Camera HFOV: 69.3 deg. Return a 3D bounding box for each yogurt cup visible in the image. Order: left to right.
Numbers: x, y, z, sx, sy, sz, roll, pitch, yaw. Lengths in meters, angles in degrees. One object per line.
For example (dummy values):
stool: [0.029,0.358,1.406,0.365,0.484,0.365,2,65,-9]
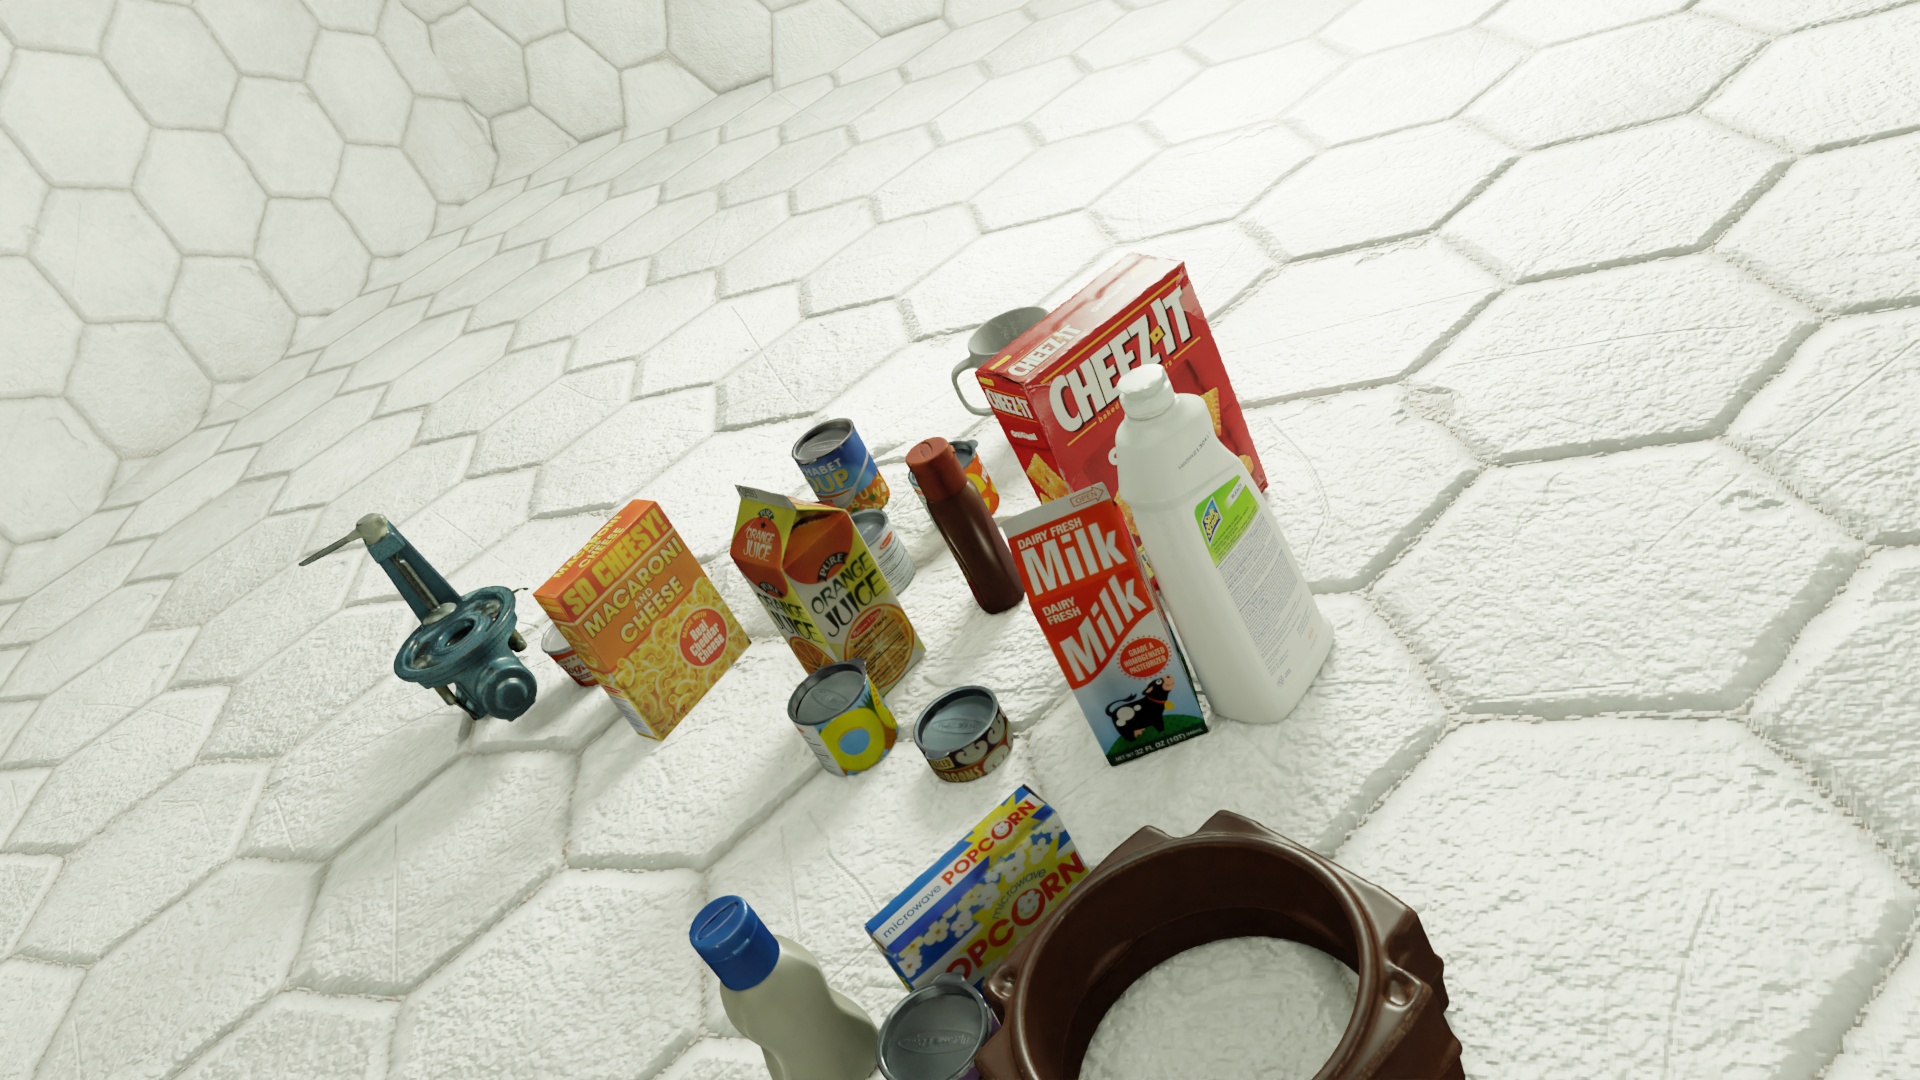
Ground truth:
yogurt cup: [-0.349,0.099,1.298,0.072,0.053,0.073,-20,32,13]

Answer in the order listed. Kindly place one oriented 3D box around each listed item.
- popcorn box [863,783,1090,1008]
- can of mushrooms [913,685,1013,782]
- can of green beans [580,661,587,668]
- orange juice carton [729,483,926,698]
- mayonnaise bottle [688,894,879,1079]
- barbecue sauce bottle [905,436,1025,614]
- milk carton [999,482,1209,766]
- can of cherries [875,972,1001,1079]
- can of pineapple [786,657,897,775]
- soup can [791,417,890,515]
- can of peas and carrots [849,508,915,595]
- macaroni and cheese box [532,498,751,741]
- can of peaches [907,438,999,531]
popcorn box: [0.016,0.217,0.811,0.127,0.085,0.038,-39,32,-17]
can of mushrooms: [0.001,0.139,0.987,0.071,0.033,0.071,-20,32,13]
can of green beans: [-0.292,0.107,1.239,0.071,0.057,0.071,-20,32,13]
orange juice carton: [-0.109,0.034,1.073,0.072,0.192,0.073,13,50,48]
mayonnaise bottle: [-0.100,0.258,0.779,0.065,0.147,0.041,-40,33,-20]
barbecue sauce bottle: [0.004,-0.014,1.099,0.043,0.148,0.065,-26,31,4]
milk carton: [0.093,0.048,0.898,0.072,0.189,0.074,-22,31,10]
can of cherries: [-0.003,0.282,0.755,0.071,0.058,0.072,-20,32,13]
can of pineapple: [-0.086,0.132,1.041,0.071,0.057,0.071,-20,32,13]
soup can: [-0.115,-0.063,1.327,0.071,0.083,0.072,-20,32,13]
can of peas and carrots: [-0.082,0.015,1.211,0.071,0.058,0.071,-20,32,13]
macaroni and cheese box: [-0.265,0.067,1.172,0.040,0.165,0.124,5,44,42]
can of peaches: [-0.003,-0.049,1.244,0.071,0.058,0.071,-20,32,13]
